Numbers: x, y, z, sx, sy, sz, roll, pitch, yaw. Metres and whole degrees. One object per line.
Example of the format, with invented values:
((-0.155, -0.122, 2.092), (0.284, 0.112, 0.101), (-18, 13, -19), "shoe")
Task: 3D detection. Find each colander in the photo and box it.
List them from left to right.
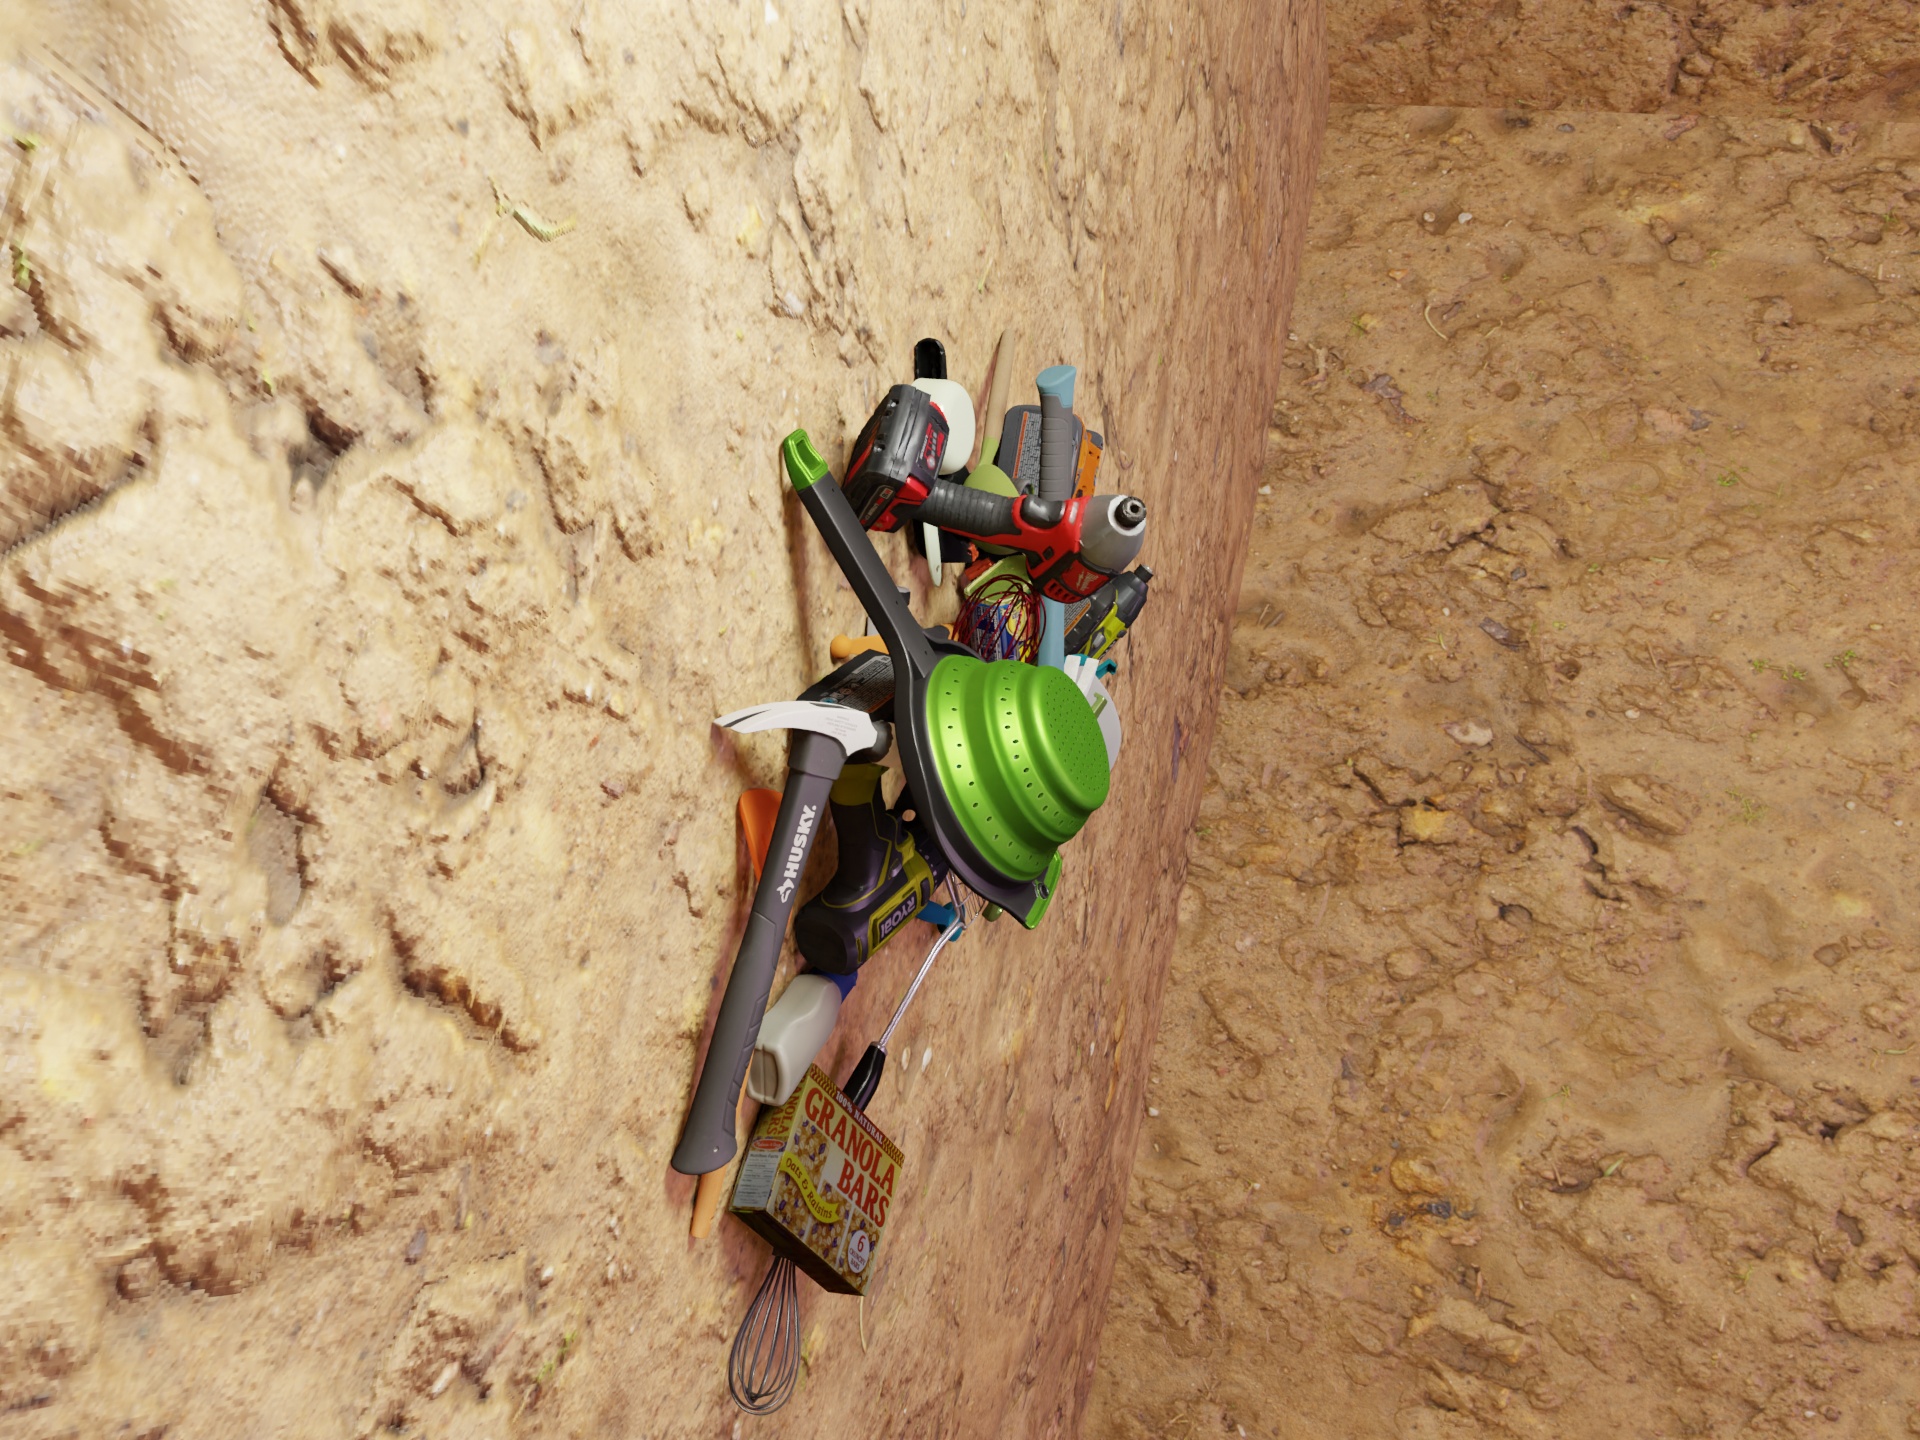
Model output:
((0.006, -0.043, 1.133), (0.397, 0.094, 0.205), (60, 27, -16), "colander")

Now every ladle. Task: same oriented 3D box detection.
((0.041, -0.261, 1.414), (0.320, 0.062, 0.078), (-81, 170, -46), "ladle")

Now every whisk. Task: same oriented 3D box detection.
((-0.138, 0.432, 1.283), (0.055, 0.055, 0.239), (64, 35, -62), "whisk")
((-0.002, -0.004, 1.346), (0.295, 0.073, 0.073), (-64, 176, 37), "whisk")

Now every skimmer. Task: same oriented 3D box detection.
((-0.070, 0.235, 1.433), (0.363, 0.090, 0.127), (-60, 153, -28), "skimmer")

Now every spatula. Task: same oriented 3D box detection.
((-0.160, 0.210, 1.139), (0.081, 0.041, 0.322), (10, 93, -73), "spatula")

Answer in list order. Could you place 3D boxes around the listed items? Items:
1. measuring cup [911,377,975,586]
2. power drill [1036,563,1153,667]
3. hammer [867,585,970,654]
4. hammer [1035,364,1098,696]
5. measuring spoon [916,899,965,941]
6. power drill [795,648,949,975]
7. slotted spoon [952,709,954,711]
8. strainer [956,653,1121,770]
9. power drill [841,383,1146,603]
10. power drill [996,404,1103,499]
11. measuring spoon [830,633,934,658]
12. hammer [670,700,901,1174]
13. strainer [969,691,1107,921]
((-0.012, -0.189, 1.273), (0.083, 0.038, 0.167), (-36, 125, -61), "measuring cup")
((0.132, -0.110, 1.742), (0.171, 0.080, 0.223), (-49, 166, 12), "power drill")
((-0.015, -0.064, 1.448), (0.337, 0.034, 0.127), (-20, 117, -71), "hammer")
((0.082, -0.146, 1.415), (0.128, 0.033, 0.331), (-23, 119, -53), "hammer")
((-0.029, 0.191, 1.574), (0.128, 0.021, 0.042), (34, 67, -62), "measuring spoon")
((-0.058, 0.065, 1.258), (0.190, 0.080, 0.228), (-39, 137, -47), "power drill")
((0.016, -0.017, 1.534), (0.314, 0.031, 0.070), (-22, 124, -76), "slotted spoon")
((0.066, 0.048, 1.556), (0.211, 0.095, 0.340), (-58, 160, 20), "strainer")
((0.029, -0.161, 1.185), (0.143, 0.219, 0.079), (145, -38, -66), "power drill")
((0.093, -0.234, 1.645), (0.226, 0.084, 0.164), (-4, 103, -76), "power drill")
((-0.057, -0.059, 1.268), (0.117, 0.011, 0.021), (-4, 103, -46), "measuring spoon")
((-0.139, 0.148, 1.087), (0.146, 0.035, 0.335), (16, 91, -42), "hammer")
((0.036, 0.079, 1.397), (0.151, 0.069, 0.256), (-35, 153, -40), "strainer")
